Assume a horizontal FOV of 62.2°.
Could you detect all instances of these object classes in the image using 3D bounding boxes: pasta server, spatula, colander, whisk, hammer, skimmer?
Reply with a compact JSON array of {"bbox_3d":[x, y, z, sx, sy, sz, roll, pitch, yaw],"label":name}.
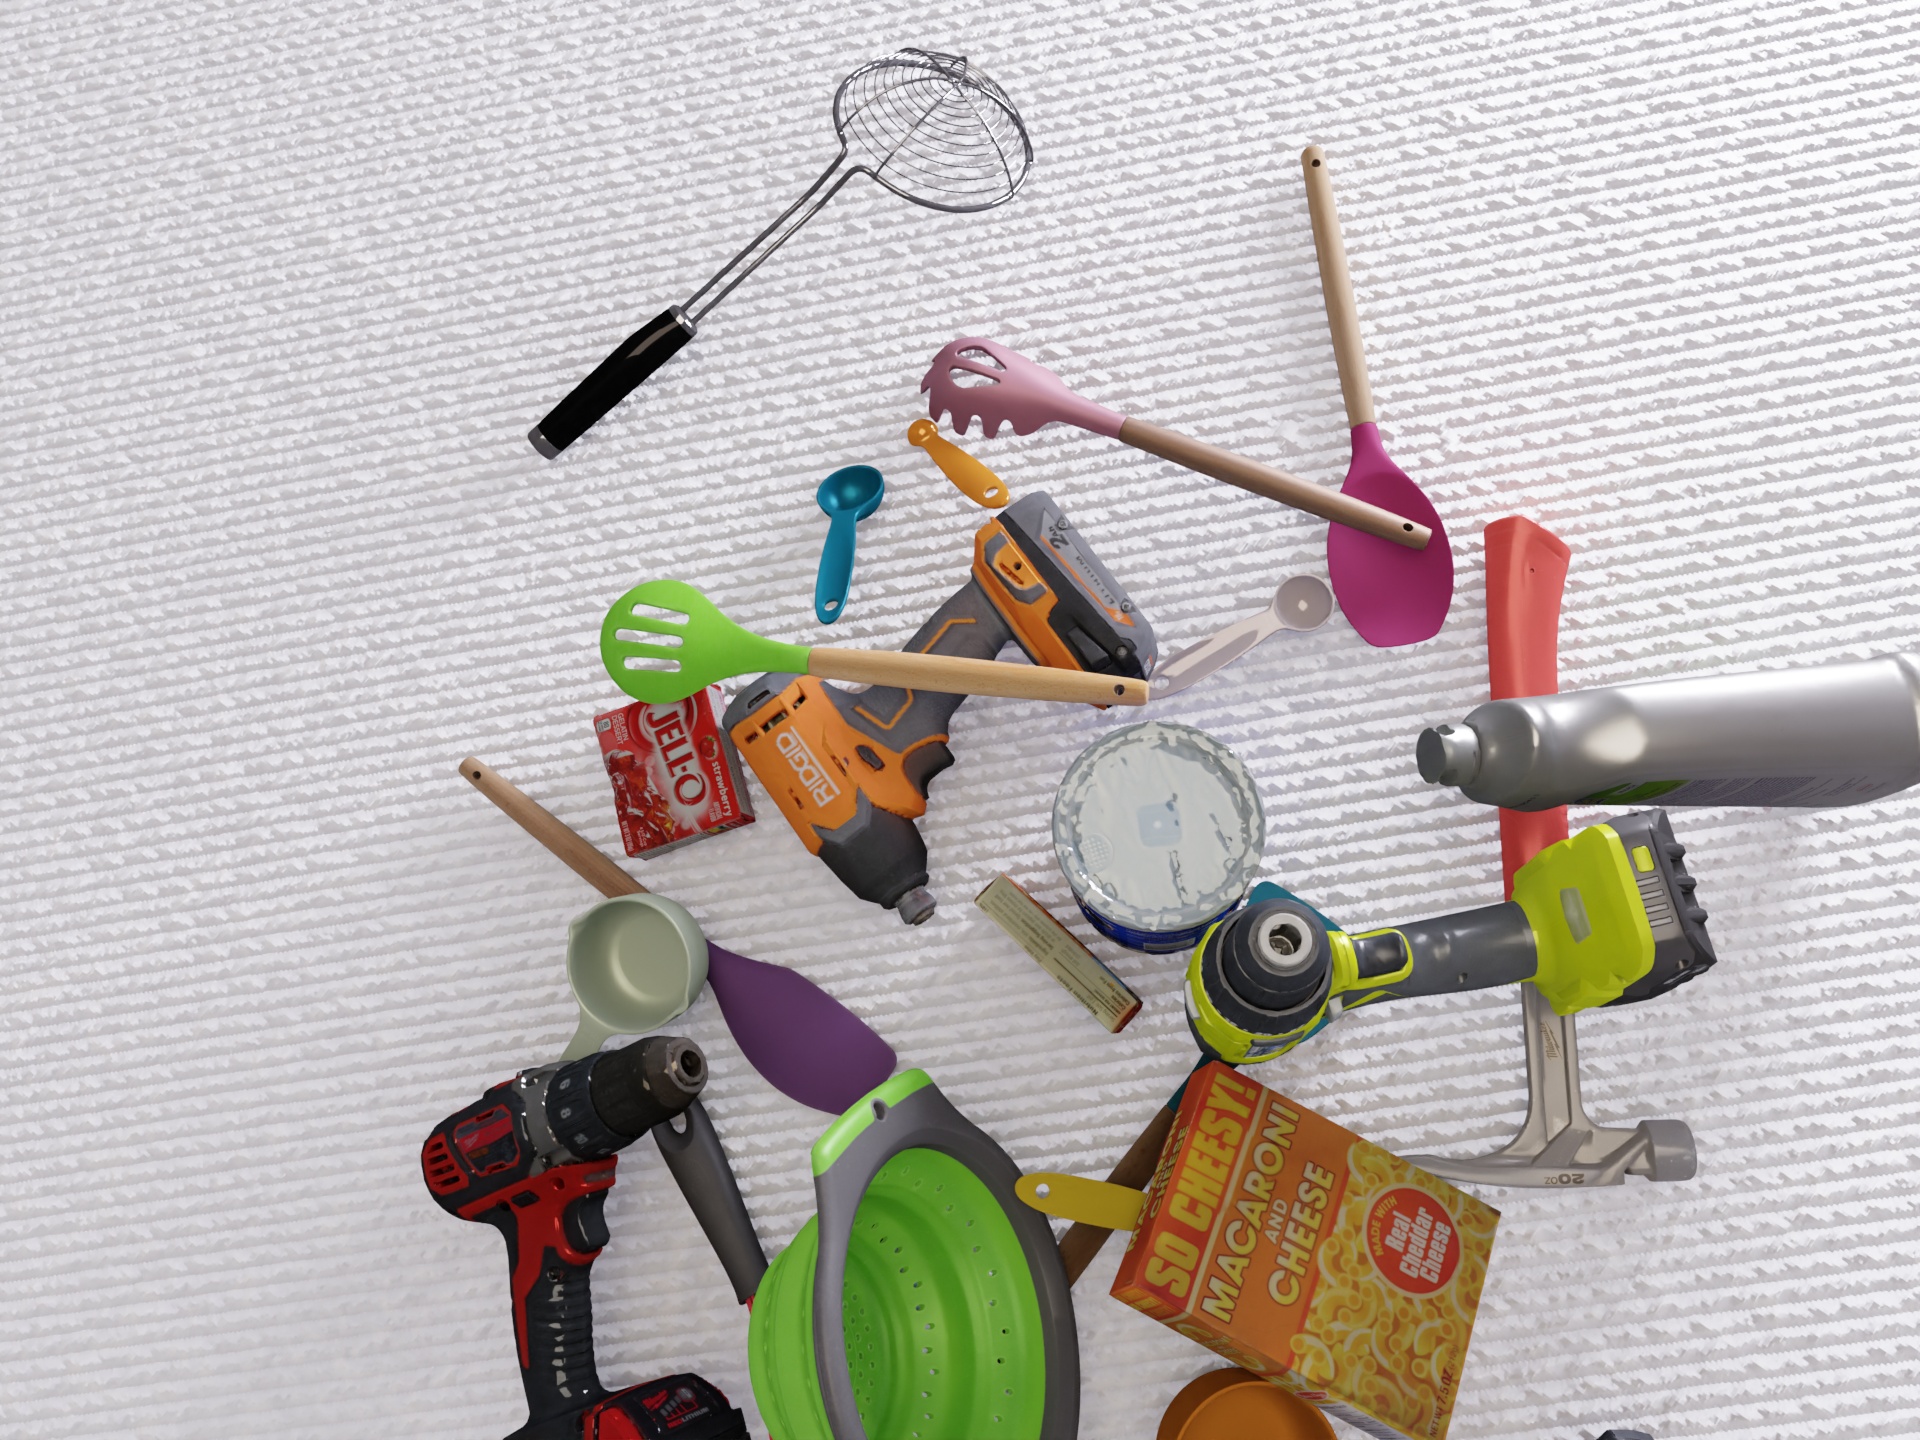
[{"bbox_3d":[0.120,-0.159,0.931,0.316,0.040,0.060,22,80,11],"label":"pasta server"},{"bbox_3d":[0.103,0.231,0.851,0.082,0.044,0.317,37,88,13],"label":"spatula"},{"bbox_3d":[-0.172,0.118,0.913,0.316,0.018,0.060,36,89,13],"label":"spatula"},{"bbox_3d":[-0.003,0.373,0.758,0.094,0.204,0.397,-22,90,29],"label":"colander"},{"bbox_3d":[-0.098,0.321,0.839,0.073,0.073,0.296,-30,69,-1],"label":"whisk"},{"bbox_3d":[0.300,0.065,0.858,0.149,0.036,0.359,-1,77,7],"label":"hammer"},{"bbox_3d":[-0.116,-0.281,0.995,0.363,0.090,0.127,-40,78,7],"label":"skimmer"}]

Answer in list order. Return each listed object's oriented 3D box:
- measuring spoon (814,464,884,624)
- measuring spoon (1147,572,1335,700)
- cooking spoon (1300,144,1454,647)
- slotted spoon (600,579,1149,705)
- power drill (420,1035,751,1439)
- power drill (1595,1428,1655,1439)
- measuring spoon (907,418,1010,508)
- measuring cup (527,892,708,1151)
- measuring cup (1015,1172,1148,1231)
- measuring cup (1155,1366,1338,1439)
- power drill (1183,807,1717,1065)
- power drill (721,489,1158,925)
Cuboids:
[{"bbox_3d":[-0.067,-0.099,0.928,0.042,0.021,0.129,-6,50,14],"label":"measuring spoon"},{"bbox_3d":[0.158,-0.044,0.915,0.124,0.018,0.034,-29,75,7],"label":"measuring spoon"},{"bbox_3d":[0.233,-0.196,0.937,0.069,0.017,0.319,-9,76,11],"label":"cooking spoon"},{"bbox_3d":[-0.055,-0.032,0.855,0.314,0.031,0.070,6,87,13],"label":"slotted spoon"},{"bbox_3d":[-0.182,0.283,0.817,0.188,0.080,0.227,-28,72,28],"label":"power drill"},{"bbox_3d":[0.239,0.415,0.735,0.226,0.084,0.185,-26,101,2],"label":"power drill"},{"bbox_3d":[-0.003,-0.152,0.928,0.021,0.011,0.117,-36,42,-4],"label":"measuring spoon"},{"bbox_3d":[-0.198,0.172,0.895,0.083,0.038,0.167,32,103,13],"label":"measuring cup"},{"bbox_3d":[0.101,0.255,0.822,0.156,0.029,0.062,14,79,-6],"label":"measuring cup"},{"bbox_3d":[0.178,0.386,0.794,0.173,0.052,0.095,25,78,-5],"label":"measuring cup"},{"bbox_3d":[0.219,0.106,0.746,0.228,0.190,0.080,-11,71,0],"label":"power drill"},{"bbox_3d":[-0.001,-0.003,0.891,0.226,0.084,0.164,-37,76,2],"label":"power drill"}]
